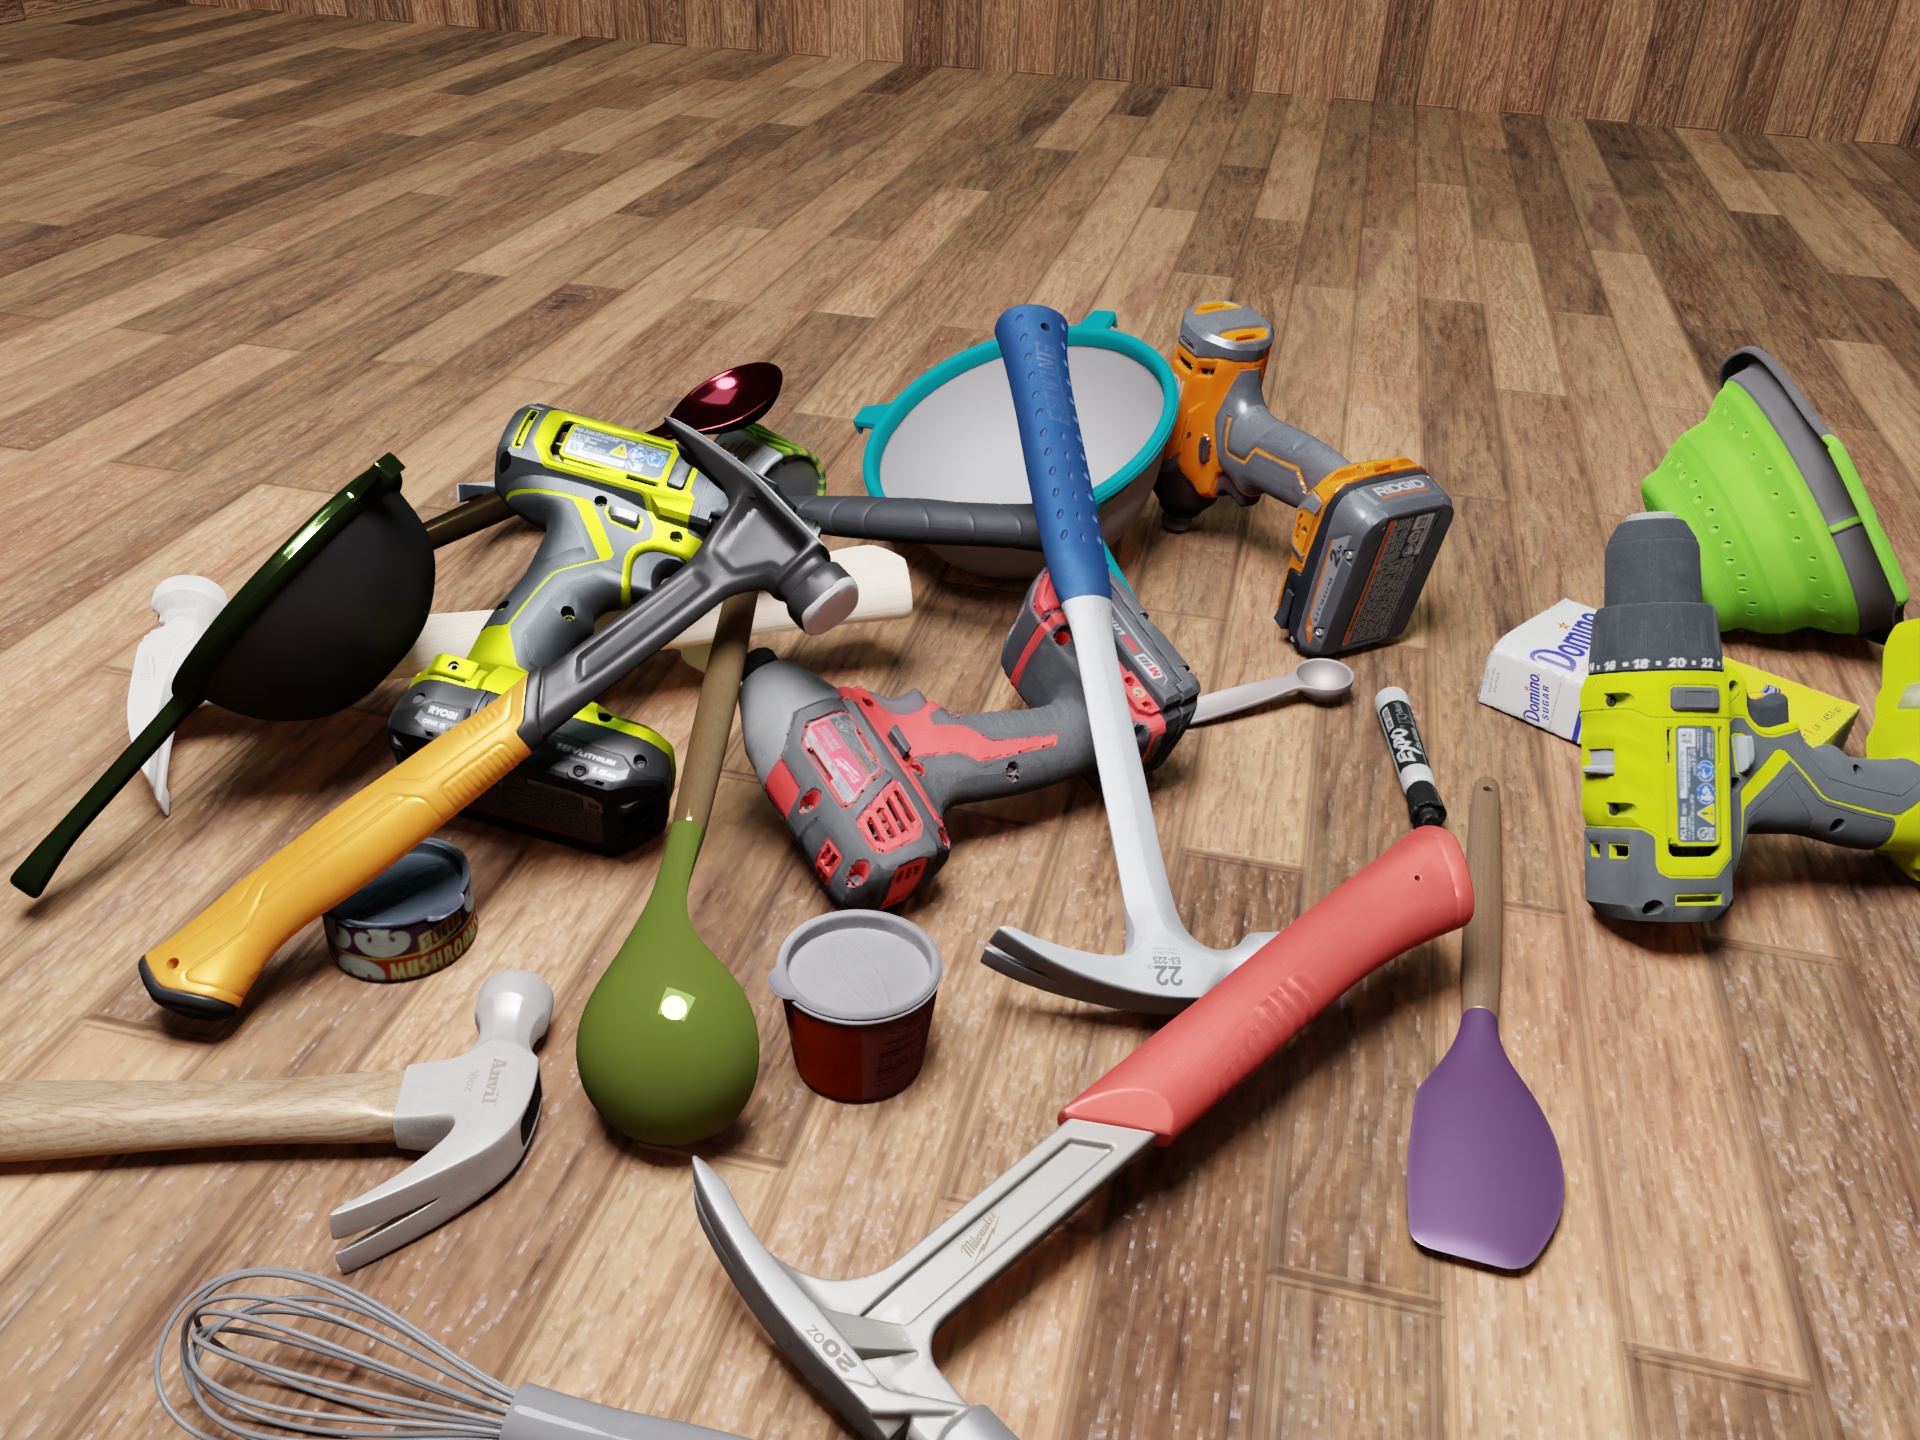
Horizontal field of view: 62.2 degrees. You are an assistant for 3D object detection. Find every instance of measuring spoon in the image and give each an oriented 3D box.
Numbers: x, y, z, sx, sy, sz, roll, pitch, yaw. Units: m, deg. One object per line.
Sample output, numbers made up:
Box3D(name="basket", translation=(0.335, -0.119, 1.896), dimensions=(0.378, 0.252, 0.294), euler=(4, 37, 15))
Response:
Box3D(name="measuring spoon", translation=(0.170, -0.010, 0.918), dimensions=(0.124, 0.018, 0.034), euler=(-15, 36, -14))

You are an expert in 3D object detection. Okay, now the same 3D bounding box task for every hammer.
Box3D(name="hammer", translation=(-0.228, -0.040, 0.863), dimensions=(0.410, 0.038, 0.146), euler=(-8, 48, -9))
Box3D(name="hammer", translation=(-0.210, 0.004, 0.696), dimensions=(0.337, 0.034, 0.127), euler=(-40, 69, -12))
Box3D(name="hammer", translation=(-0.125, -0.130, 0.978), dimensions=(0.409, 0.036, 0.149), euler=(7, 17, 24))
Box3D(name="hammer", translation=(-0.330, 0.154, 0.606), dimensions=(0.331, 0.031, 0.130), euler=(-1, 32, -5))
Box3D(name="hammer", translation=(0.059, -0.049, 0.781), dimensions=(0.144, 0.035, 0.406), euler=(1, 57, -16))
Box3D(name="hammer", translation=(0.077, 0.131, 0.616), dimensions=(0.359, 0.036, 0.149), euler=(-31, 56, -33))

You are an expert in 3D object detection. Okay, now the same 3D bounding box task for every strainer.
Box3D(name="strainer", translation=(-0.332, -0.008, 0.757), dimensions=(0.256, 0.069, 0.151), euler=(-54, 15, -17))
Box3D(name="strainer", translation=(0.064, -0.121, 1.010), dimensions=(0.211, 0.095, 0.341), euler=(-22, 45, 1))

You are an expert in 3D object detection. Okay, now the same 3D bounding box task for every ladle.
Box3D(name="ladle", translation=(-0.109, 0.035, 0.705), dimensions=(0.078, 0.062, 0.320), euler=(-19, 42, 24))
Box3D(name="ladle", translation=(-0.225, -0.152, 0.953), dimensions=(0.069, 0.031, 0.315), euler=(17, 37, 37))

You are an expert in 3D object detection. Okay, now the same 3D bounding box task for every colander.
Box3D(name="colander", translation=(0.512, -0.144, 1.074), dimensions=(0.094, 0.204, 0.397), euler=(-26, 8, 19))

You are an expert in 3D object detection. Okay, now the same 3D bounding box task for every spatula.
Box3D(name="spatula", translation=(0.236, 0.117, 0.713), dimensions=(0.060, 0.018, 0.316), euler=(11, 34, 12))

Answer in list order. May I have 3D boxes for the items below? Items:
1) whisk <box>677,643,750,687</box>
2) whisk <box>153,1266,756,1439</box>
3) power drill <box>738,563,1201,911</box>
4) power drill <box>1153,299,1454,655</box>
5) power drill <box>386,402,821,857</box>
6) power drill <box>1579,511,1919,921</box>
Box3D(name="whisk", translation=(-0.159, -0.048, 0.926), dimensions=(0.246, 0.057, 0.059), euler=(27, 74, 27))
Box3D(name="whisk", translation=(-0.140, 0.223, 0.499), dimensions=(0.239, 0.055, 0.055), euler=(12, 33, 7))
Box3D(name="power drill", translation=(-0.001, -0.003, 0.800), dimensions=(0.219, 0.078, 0.143), euler=(-23, 65, -31))
Box3D(name="power drill", translation=(0.199, -0.144, 1.020), dimensions=(0.084, 0.164, 0.227), euler=(-14, 48, -25))
Box3D(name="power drill", translation=(-0.177, -0.052, 0.808), dimensions=(0.171, 0.080, 0.223), euler=(16, 58, 0))
Box3D(name="power drill", translation=(0.407, -0.001, 0.768), dimensions=(0.228, 0.190, 0.080), euler=(1, -3, -12))
